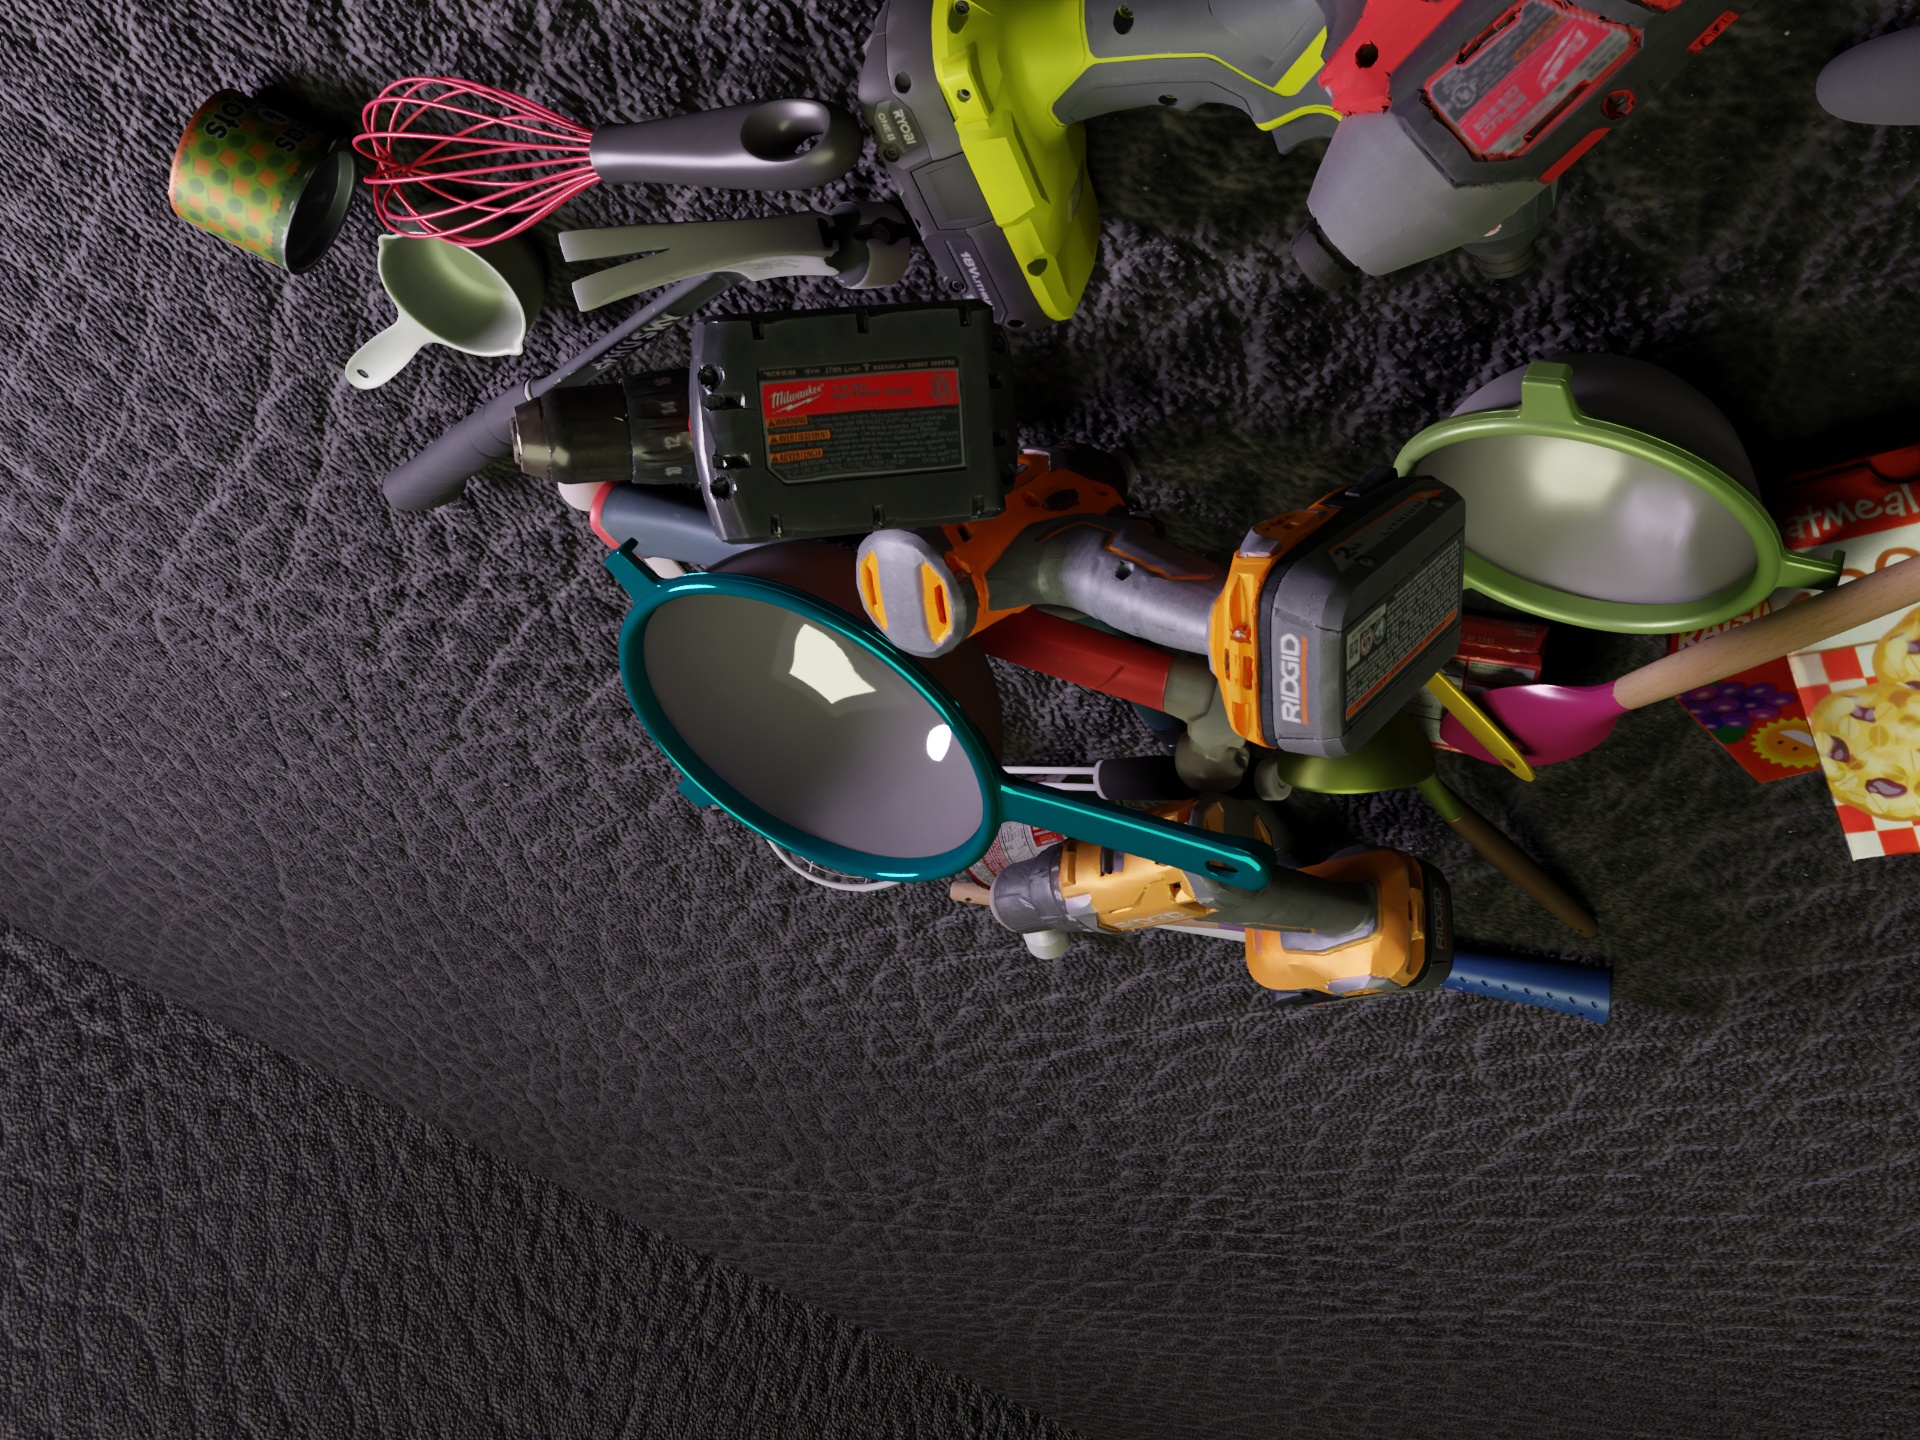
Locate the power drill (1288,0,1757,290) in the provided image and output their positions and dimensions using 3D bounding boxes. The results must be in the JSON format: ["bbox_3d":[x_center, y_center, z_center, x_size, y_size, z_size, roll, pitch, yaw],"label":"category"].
[{"bbox_3d":[0.093,-0.231,0.432,0.219,0.078,0.143,47,124,-2],"label":"power drill"}]

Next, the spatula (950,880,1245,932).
[{"bbox_3d":[0.145,0.126,1.043,0.316,0.018,0.059,4,138,17],"label":"spatula"}]

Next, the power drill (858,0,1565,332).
[{"bbox_3d":[0.093,-0.214,0.559,0.223,0.080,0.171,-3,141,28],"label":"power drill"}]

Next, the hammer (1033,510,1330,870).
[{"bbox_3d":[0.128,0.005,0.917,0.128,0.033,0.330,-9,138,38],"label":"hammer"}]

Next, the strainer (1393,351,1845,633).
[{"bbox_3d":[0.239,-0.094,0.688,0.151,0.069,0.256,29,165,-13],"label":"strainer"}]

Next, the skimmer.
[{"bbox_3d":[0.023,0.048,0.942,0.363,0.090,0.127,-2,113,46],"label":"skimmer"}]

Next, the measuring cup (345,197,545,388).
[{"bbox_3d":[-0.270,-0.210,0.809,0.083,0.038,0.167,39,146,-28],"label":"measuring cup"}]

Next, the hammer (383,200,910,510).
[{"bbox_3d":[-0.201,-0.164,0.787,0.409,0.149,0.036,-13,93,50],"label":"hammer"}]

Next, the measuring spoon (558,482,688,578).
[{"bbox_3d":[-0.195,-0.105,0.944,0.034,0.018,0.124,-5,142,35],"label":"measuring spoon"}]

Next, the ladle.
[{"bbox_3d":[0.278,0.070,0.874,0.078,0.062,0.319,10,162,48],"label":"ladle"}]

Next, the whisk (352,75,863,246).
[{"bbox_3d":[-0.152,-0.228,0.639,0.296,0.073,0.073,13,151,37],"label":"whisk"}]

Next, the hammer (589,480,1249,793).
[{"bbox_3d":[-0.029,-0.075,0.832,0.386,0.038,0.143,19,142,18],"label":"hammer"}]

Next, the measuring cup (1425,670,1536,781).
[{"bbox_3d":[0.214,-0.015,0.762,0.156,0.029,0.062,43,169,-6],"label":"measuring cup"}]

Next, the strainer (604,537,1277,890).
[{"bbox_3d":[-0.001,-0.003,0.786,0.340,0.095,0.210,16,142,18],"label":"strainer"}]

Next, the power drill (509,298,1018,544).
[{"bbox_3d":[-0.087,-0.122,0.656,0.188,0.080,0.227,-8,-167,-15],"label":"power drill"}]

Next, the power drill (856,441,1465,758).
[{"bbox_3d":[0.090,-0.069,0.670,0.227,0.164,0.084,16,127,36],"label":"power drill"}]

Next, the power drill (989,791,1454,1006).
[{"bbox_3d":[0.145,0.106,0.903,0.226,0.084,0.185,19,155,-34],"label":"power drill"}]

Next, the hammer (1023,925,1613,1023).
[{"bbox_3d":[0.225,0.148,1.081,0.405,0.035,0.143,7,147,20],"label":"hammer"}]

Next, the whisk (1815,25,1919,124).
[{"bbox_3d":[0.396,-0.195,0.437,0.285,0.070,0.070,5,146,31],"label":"whisk"}]

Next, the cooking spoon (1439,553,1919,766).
[{"bbox_3d":[0.299,-0.018,0.677,0.068,0.017,0.319,22,163,-7],"label":"cooking spoon"}]
